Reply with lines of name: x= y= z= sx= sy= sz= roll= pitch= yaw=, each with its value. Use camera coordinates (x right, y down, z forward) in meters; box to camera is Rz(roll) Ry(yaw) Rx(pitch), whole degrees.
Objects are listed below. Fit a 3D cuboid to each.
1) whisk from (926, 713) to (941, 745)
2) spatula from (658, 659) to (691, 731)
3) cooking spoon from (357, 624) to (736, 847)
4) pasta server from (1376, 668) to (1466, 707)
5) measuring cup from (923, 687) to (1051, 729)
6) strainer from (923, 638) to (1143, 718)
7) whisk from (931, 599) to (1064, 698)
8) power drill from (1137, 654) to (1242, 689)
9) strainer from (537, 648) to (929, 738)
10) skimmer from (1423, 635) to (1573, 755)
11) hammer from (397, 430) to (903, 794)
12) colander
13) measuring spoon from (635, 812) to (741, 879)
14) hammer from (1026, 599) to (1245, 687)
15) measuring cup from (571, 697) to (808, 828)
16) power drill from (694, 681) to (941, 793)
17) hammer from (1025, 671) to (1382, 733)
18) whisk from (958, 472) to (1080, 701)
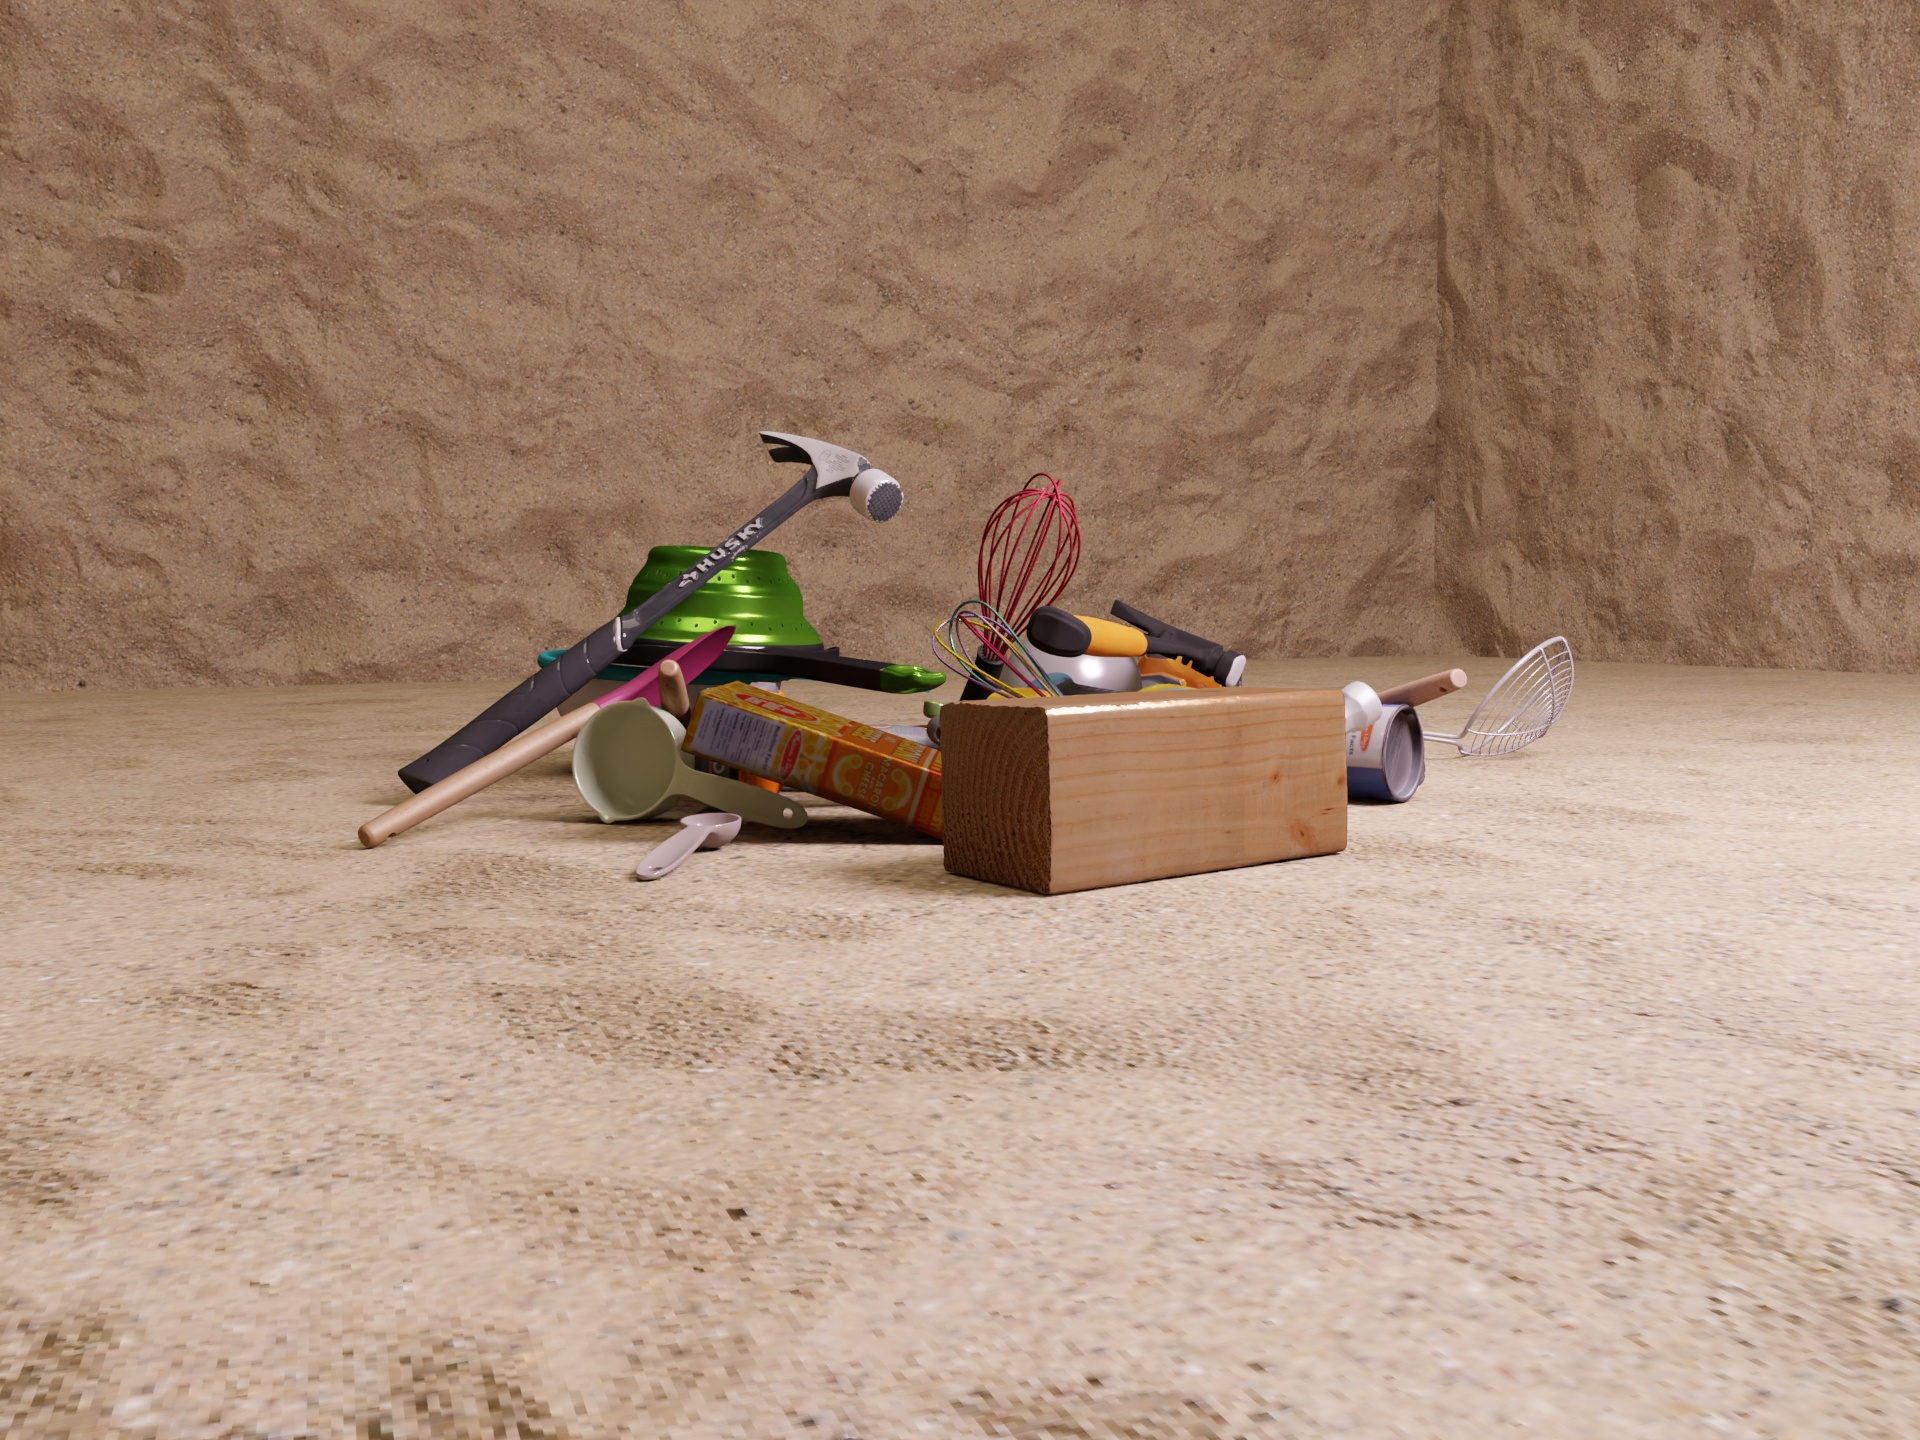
whisk: x=0.094 y=0.025 z=0.985 sx=0.239 sy=0.055 sz=0.055 roll=9 pitch=6 yaw=11
spatula: x=-0.200 y=0.006 z=1.132 sx=0.082 sy=0.044 sz=0.317 roll=-1 pitch=-18 yaw=-8
cooking spoon: x=-0.255 y=0.005 z=1.030 sx=0.319 sy=0.017 sz=0.068 roll=-36 pitch=-11 yaw=-47
pasta server: x=0.279 y=-0.005 z=1.182 sx=0.060 sy=0.040 sz=0.316 roll=32 pitch=-18 yaw=-10
measuring cup: x=-0.002 y=-0.004 z=1.207 sx=0.156 sy=0.029 sz=0.062 roll=-3 pitch=-14 yaw=17
strainer: x=0.061 y=-0.043 z=1.381 sx=0.151 sy=0.069 sz=0.256 roll=10 pitch=12 yaw=42
whisk: x=0.067 y=-0.011 z=1.079 sx=0.245 sy=0.051 sz=0.047 roll=40 pitch=11 yaw=36
power drill: x=0.185 y=-0.018 z=1.578 sx=0.226 sy=0.084 sz=0.185 roll=-9 pitch=11 yaw=-38
strainer: x=-0.190 y=-0.004 z=1.363 sx=0.340 sy=0.095 sz=0.211 roll=3 pitch=6 yaw=-21
skimmer: x=0.342 y=-0.011 z=1.368 sx=0.363 sy=0.090 sz=0.127 roll=-3 pitch=-29 yaw=7
hammer: x=-0.238 y=-0.079 z=1.172 sx=0.409 sy=0.036 sz=0.149 roll=-40 pitch=47 yaw=-14
colander: x=-0.145 y=-0.084 z=1.227 sx=0.204 sy=0.094 sz=0.397 roll=-1 pitch=7 yaw=-41
measuring spoon: x=-0.148 y=0.072 z=0.857 sx=0.034 sy=0.018 sz=0.124 roll=0 pitch=11 yaw=10
hammer: x=0.120 y=-0.065 z=1.224 sx=0.127 sy=0.034 sz=0.336 roll=25 pitch=10 yaw=22
measuring cup: x=-0.166 y=0.039 z=1.011 sx=0.167 sy=0.083 sz=0.038 roll=17 pitch=1 yaw=17
power drill: x=-0.061 y=0.019 z=1.108 sx=0.226 sy=0.084 sz=0.164 roll=3 pitch=2 yaw=1
hammer: x=0.143 y=-0.001 z=1.140 sx=0.128 sy=0.033 sz=0.331 roll=-33 pitch=21 yaw=-20
whisk: x=0.029 y=-0.064 z=1.197 sx=0.073 sy=0.295 sz=0.073 roll=9 pitch=44 yaw=-9
